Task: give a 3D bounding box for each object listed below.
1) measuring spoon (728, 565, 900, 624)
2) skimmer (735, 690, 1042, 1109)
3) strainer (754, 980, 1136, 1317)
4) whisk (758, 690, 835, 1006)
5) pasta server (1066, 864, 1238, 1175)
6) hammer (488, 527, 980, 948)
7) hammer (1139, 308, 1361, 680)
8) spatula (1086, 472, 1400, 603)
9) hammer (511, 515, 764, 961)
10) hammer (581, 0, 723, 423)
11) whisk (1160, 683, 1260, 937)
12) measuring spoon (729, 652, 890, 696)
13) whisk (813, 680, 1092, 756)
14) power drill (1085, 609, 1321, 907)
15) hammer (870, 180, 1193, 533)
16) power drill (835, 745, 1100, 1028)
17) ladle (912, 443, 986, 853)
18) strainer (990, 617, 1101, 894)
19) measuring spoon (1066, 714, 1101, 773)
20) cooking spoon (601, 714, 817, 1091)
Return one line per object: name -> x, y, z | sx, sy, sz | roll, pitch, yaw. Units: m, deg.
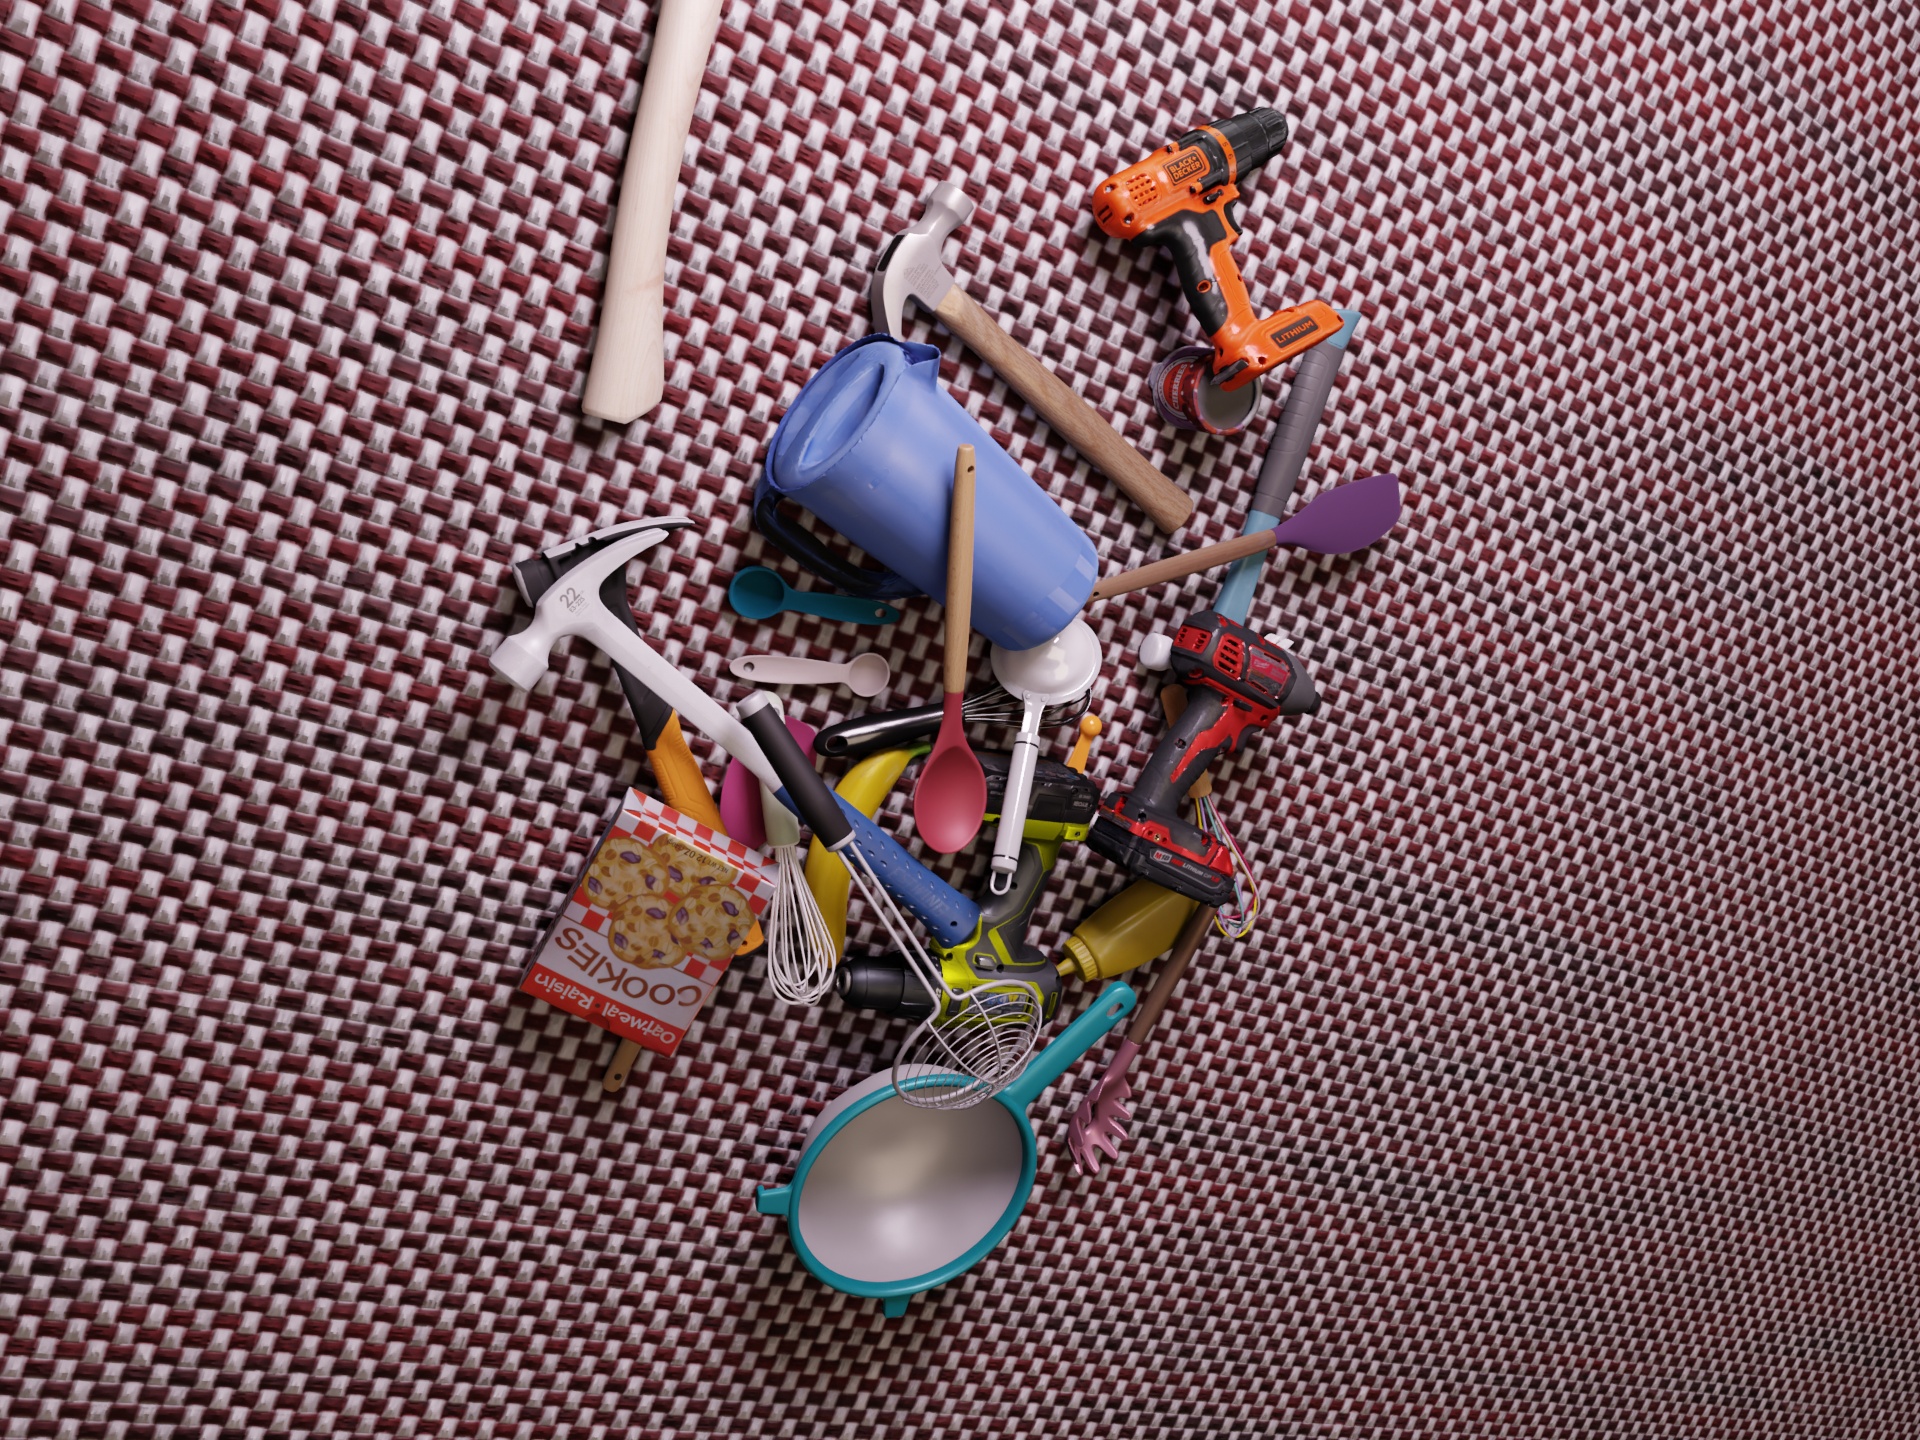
measuring spoon -> -0.107, -0.090, 1.170 | 0.128, 0.021, 0.042 | 9, 121, -17
skimmer -> -0.061, 0.133, 1.156 | 0.127, 0.090, 0.363 | -34, 102, -9
strainer -> -0.003, 0.317, 1.307 | 0.340, 0.095, 0.210 | -42, 121, -3
whisk -> -0.132, 0.099, 1.195 | 0.057, 0.059, 0.246 | -13, 103, -33
pasta server -> 0.169, 0.262, 1.385 | 0.060, 0.040, 0.316 | 8, 115, -42
hammer -> -0.131, 0.031, 1.138 | 0.405, 0.035, 0.144 | 42, 84, -25
hammer -> 0.258, -0.185, 1.325 | 0.128, 0.033, 0.331 | 15, 99, -28
spatula -> 0.233, -0.140, 1.298 | 0.316, 0.018, 0.059 | -18, 112, -20
hammer -> -0.202, 0.022, 1.148 | 0.127, 0.034, 0.336 | -23, 110, -16
hammer -> -0.199, -0.401, 1.031 | 0.146, 0.038, 0.410 | 9, 102, -27
whisk -> 0.215, 0.080, 1.383 | 0.047, 0.051, 0.244 | -19, 109, -3
measuring spoon -> -0.114, -0.039, 1.201 | 0.124, 0.018, 0.034 | 3, 104, -20
whisk -> -0.002, -0.003, 1.245 | 0.239, 0.055, 0.055 | -12, 111, -21
power drill -> 0.207, 0.033, 1.307 | 0.143, 0.079, 0.219 | 24, 91, -28
hammer -> 0.063, -0.247, 1.210 | 0.331, 0.031, 0.130 | 37, 87, -30
power drill -> 0.009, 0.142, 1.281 | 0.190, 0.080, 0.228 | 8, 104, -28
ladle -> -0.004, -0.045, 1.129 | 0.069, 0.031, 0.315 | -20, 127, -35
strainer -> 0.054, 0.008, 1.209 | 0.087, 0.050, 0.259 | 9, 71, 7
measuring spoon -> 0.094, 0.051, 1.330 | 0.021, 0.011, 0.117 | 15, 99, -29
cooking spoon -> -0.197, 0.140, 1.211 | 0.068, 0.017, 0.319 | 26, 93, -30
